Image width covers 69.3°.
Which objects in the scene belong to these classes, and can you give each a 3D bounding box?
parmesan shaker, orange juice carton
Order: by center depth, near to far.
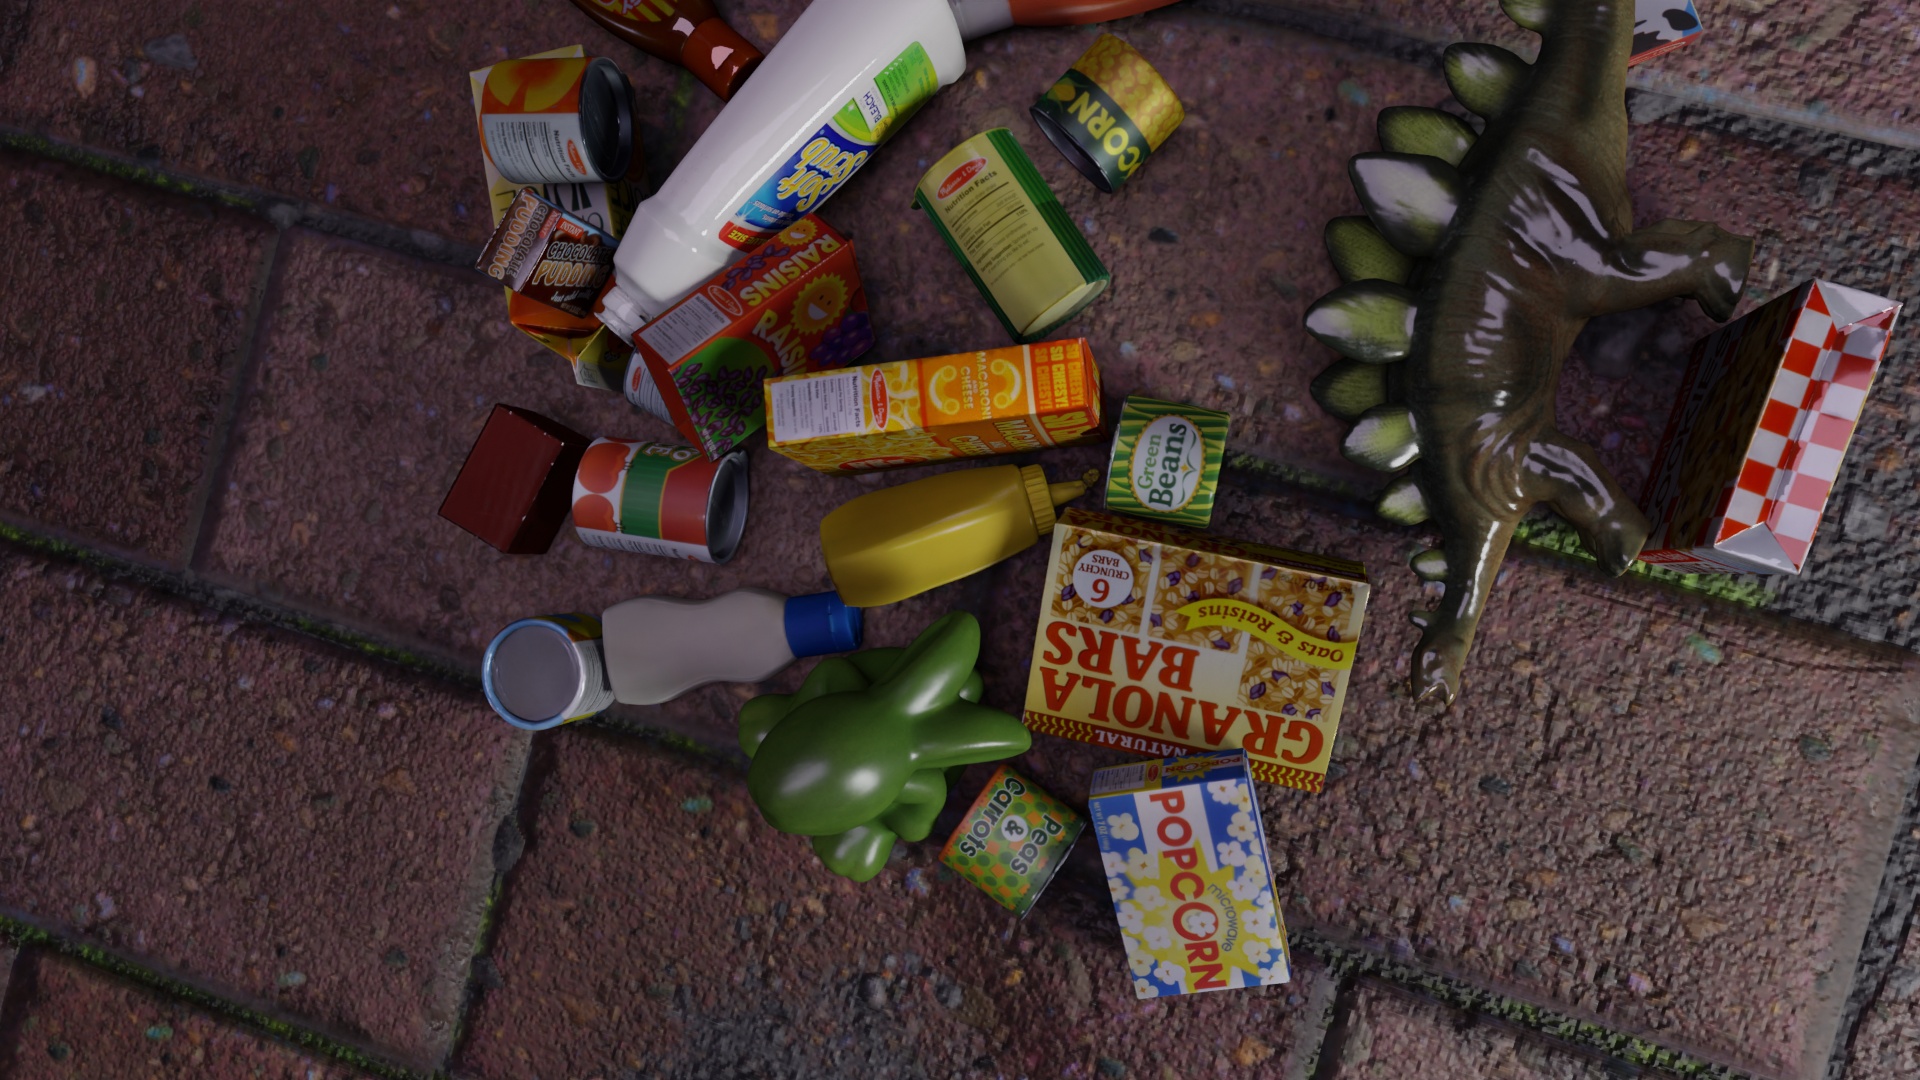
[{"bbox_3d":[0.027,-0.168,0.780,0.071,0.071,0.103,-34,84,8],"label":"parmesan shaker"},{"bbox_3d":[-0.225,-0.182,0.820,0.073,0.072,0.192,-11,87,10],"label":"orange juice carton"}]

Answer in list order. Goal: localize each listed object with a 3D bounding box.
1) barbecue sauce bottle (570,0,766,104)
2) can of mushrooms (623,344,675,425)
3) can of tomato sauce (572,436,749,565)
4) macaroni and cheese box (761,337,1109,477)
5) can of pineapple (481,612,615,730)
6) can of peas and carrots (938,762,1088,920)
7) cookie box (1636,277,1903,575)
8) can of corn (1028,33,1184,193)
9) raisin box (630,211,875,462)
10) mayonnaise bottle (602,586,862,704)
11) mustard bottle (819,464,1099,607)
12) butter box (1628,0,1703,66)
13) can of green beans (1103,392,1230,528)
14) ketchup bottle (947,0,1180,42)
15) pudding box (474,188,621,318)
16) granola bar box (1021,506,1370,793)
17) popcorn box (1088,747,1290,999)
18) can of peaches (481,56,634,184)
[{"bbox_3d":[-0.180,-0.319,0.830,0.148,0.043,0.065,42,95,8],"label":"barbecue sauce bottle"},{"bbox_3d":[-0.162,-0.103,0.811,0.033,0.071,0.071,28,94,10],"label":"can of mushrooms"},{"bbox_3d":[-0.173,-0.026,0.811,0.083,0.071,0.071,8,90,11],"label":"can of tomato sauce"},{"bbox_3d":[-0.008,-0.068,0.753,0.166,0.123,0.040,-6,85,10],"label":"macaroni and cheese box"},{"bbox_3d":[-0.242,0.076,0.824,0.071,0.058,0.071,0,89,10],"label":"can of pineapple"},{"bbox_3d":[0.029,0.165,0.768,0.059,0.071,0.071,34,95,9],"label":"can of peas and carrots"},{"bbox_3d":[0.376,-0.046,0.665,0.040,0.167,0.123,20,93,13],"label":"cookie box"},{"bbox_3d":[0.082,-0.236,0.769,0.058,0.071,0.071,-45,82,6],"label":"can of corn"},{"bbox_3d":[-0.110,-0.112,0.769,0.124,0.085,0.040,-39,60,-17],"label":"raisin box"},{"bbox_3d":[-0.133,0.057,0.815,0.148,0.041,0.064,-9,89,8],"label":"mayonnaise bottle"},{"bbox_3d":[0.003,-0.010,0.782,0.160,0.065,0.048,-16,126,2],"label":"mustard bottle"},{"bbox_3d":[0.352,-0.308,0.748,0.053,0.024,0.103,-20,86,8],"label":"butter box"},{"bbox_3d":[0.113,-0.043,0.761,0.058,0.071,0.071,11,91,10],"label":"can of green beans"},{"bbox_3d":[0.062,-0.322,0.788,0.149,0.043,0.064,-14,86,9],"label":"ketchup bottle"},{"bbox_3d":[-0.216,-0.151,0.738,0.030,0.084,0.049,31,94,7],"label":"pudding box"},{"bbox_3d":[0.125,0.058,0.755,0.165,0.039,0.123,11,107,10],"label":"granola bar box"},{"bbox_3d":[0.124,0.180,0.748,0.085,0.038,0.126,-11,105,13],"label":"popcorn box"},{"bbox_3d":[-0.216,-0.227,0.750,0.058,0.071,0.071,2,89,11],"label":"can of peaches"}]
